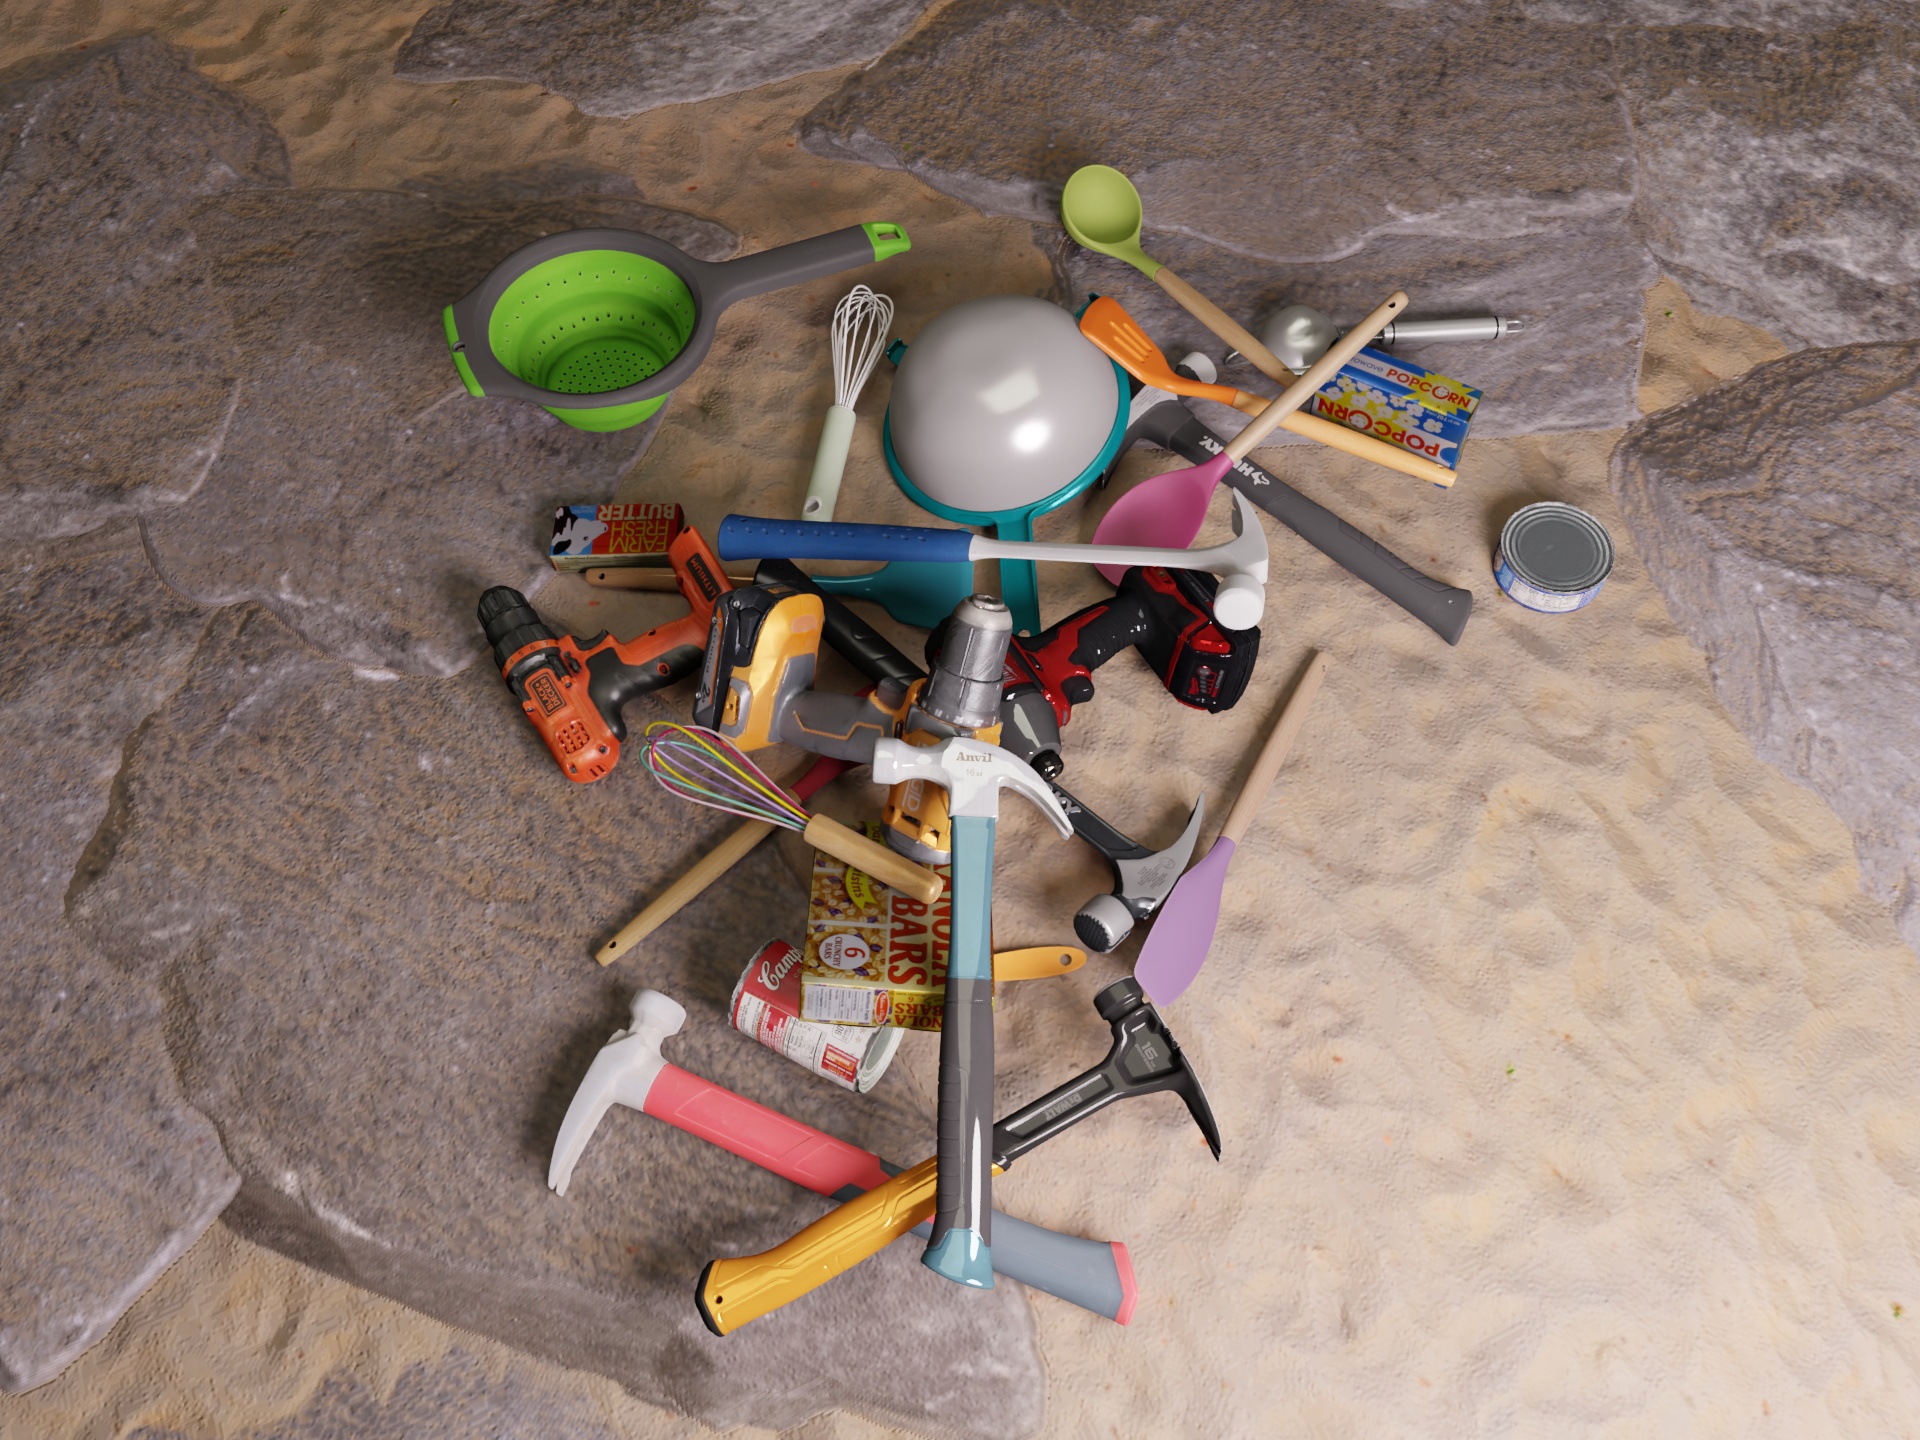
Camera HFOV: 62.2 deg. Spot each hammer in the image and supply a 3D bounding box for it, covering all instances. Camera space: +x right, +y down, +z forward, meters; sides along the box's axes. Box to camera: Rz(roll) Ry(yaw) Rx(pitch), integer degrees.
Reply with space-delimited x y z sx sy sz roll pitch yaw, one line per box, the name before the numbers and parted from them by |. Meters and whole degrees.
hammer | -0.005 0.290 0.984 0.337 0.034 0.127 -27 63 -9
hammer | 0.003 0.173 0.975 0.128 0.033 0.331 2 74 -3
hammer | 0.021 -0.129 1.168 0.405 0.035 0.144 4 38 13
hammer | 0.263 -0.165 1.269 0.335 0.035 0.146 40 69 22
hammer | -0.002 -0.004 1.165 0.409 0.036 0.149 39 53 20
hammer | -0.073 0.308 1.020 0.386 0.038 0.143 20 65 14

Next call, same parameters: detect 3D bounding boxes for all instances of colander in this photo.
colander | -0.231 -0.340 1.366 0.397 0.094 0.205 -19 61 -12

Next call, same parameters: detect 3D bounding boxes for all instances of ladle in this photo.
ladle | -0.141 0.071 1.166 0.315 0.031 0.069 -41 64 -16
ladle | 0.187 -0.377 1.352 0.078 0.062 0.320 -22 51 -21

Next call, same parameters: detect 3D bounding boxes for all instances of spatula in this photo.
spatula | 0.246 -0.258 1.279 0.322 0.041 0.081 23 39 8
spatula | -0.146 -0.112 1.257 0.317 0.044 0.082 2 88 7
spatula | 0.202 0.069 1.140 0.018 0.059 0.316 -2 46 47

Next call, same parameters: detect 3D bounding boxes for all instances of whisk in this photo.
whisk | -0.120 0.061 1.085 0.245 0.051 0.047 26 109 18
whisk | -0.098 -0.264 1.341 0.058 0.059 0.246 -1 64 25

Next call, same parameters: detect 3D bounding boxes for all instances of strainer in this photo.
strainer | 0.029 -0.213 1.254 0.211 0.095 0.341 -10 62 12
strainer | 0.355 -0.332 1.357 0.258 0.050 0.087 -4 46 -3

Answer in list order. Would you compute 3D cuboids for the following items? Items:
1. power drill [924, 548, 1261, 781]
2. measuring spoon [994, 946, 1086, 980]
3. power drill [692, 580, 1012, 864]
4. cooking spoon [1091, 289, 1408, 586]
power drill | 0.098 -0.037 1.147 0.219 0.078 0.143 -18 54 -23
measuring spoon | 0.030 0.172 1.108 0.117 0.011 0.021 -6 78 -4
power drill | -0.069 -0.027 1.098 0.226 0.185 0.084 26 23 27
cooking spoon | 0.229 -0.223 1.247 0.319 0.017 0.069 -43 76 3
